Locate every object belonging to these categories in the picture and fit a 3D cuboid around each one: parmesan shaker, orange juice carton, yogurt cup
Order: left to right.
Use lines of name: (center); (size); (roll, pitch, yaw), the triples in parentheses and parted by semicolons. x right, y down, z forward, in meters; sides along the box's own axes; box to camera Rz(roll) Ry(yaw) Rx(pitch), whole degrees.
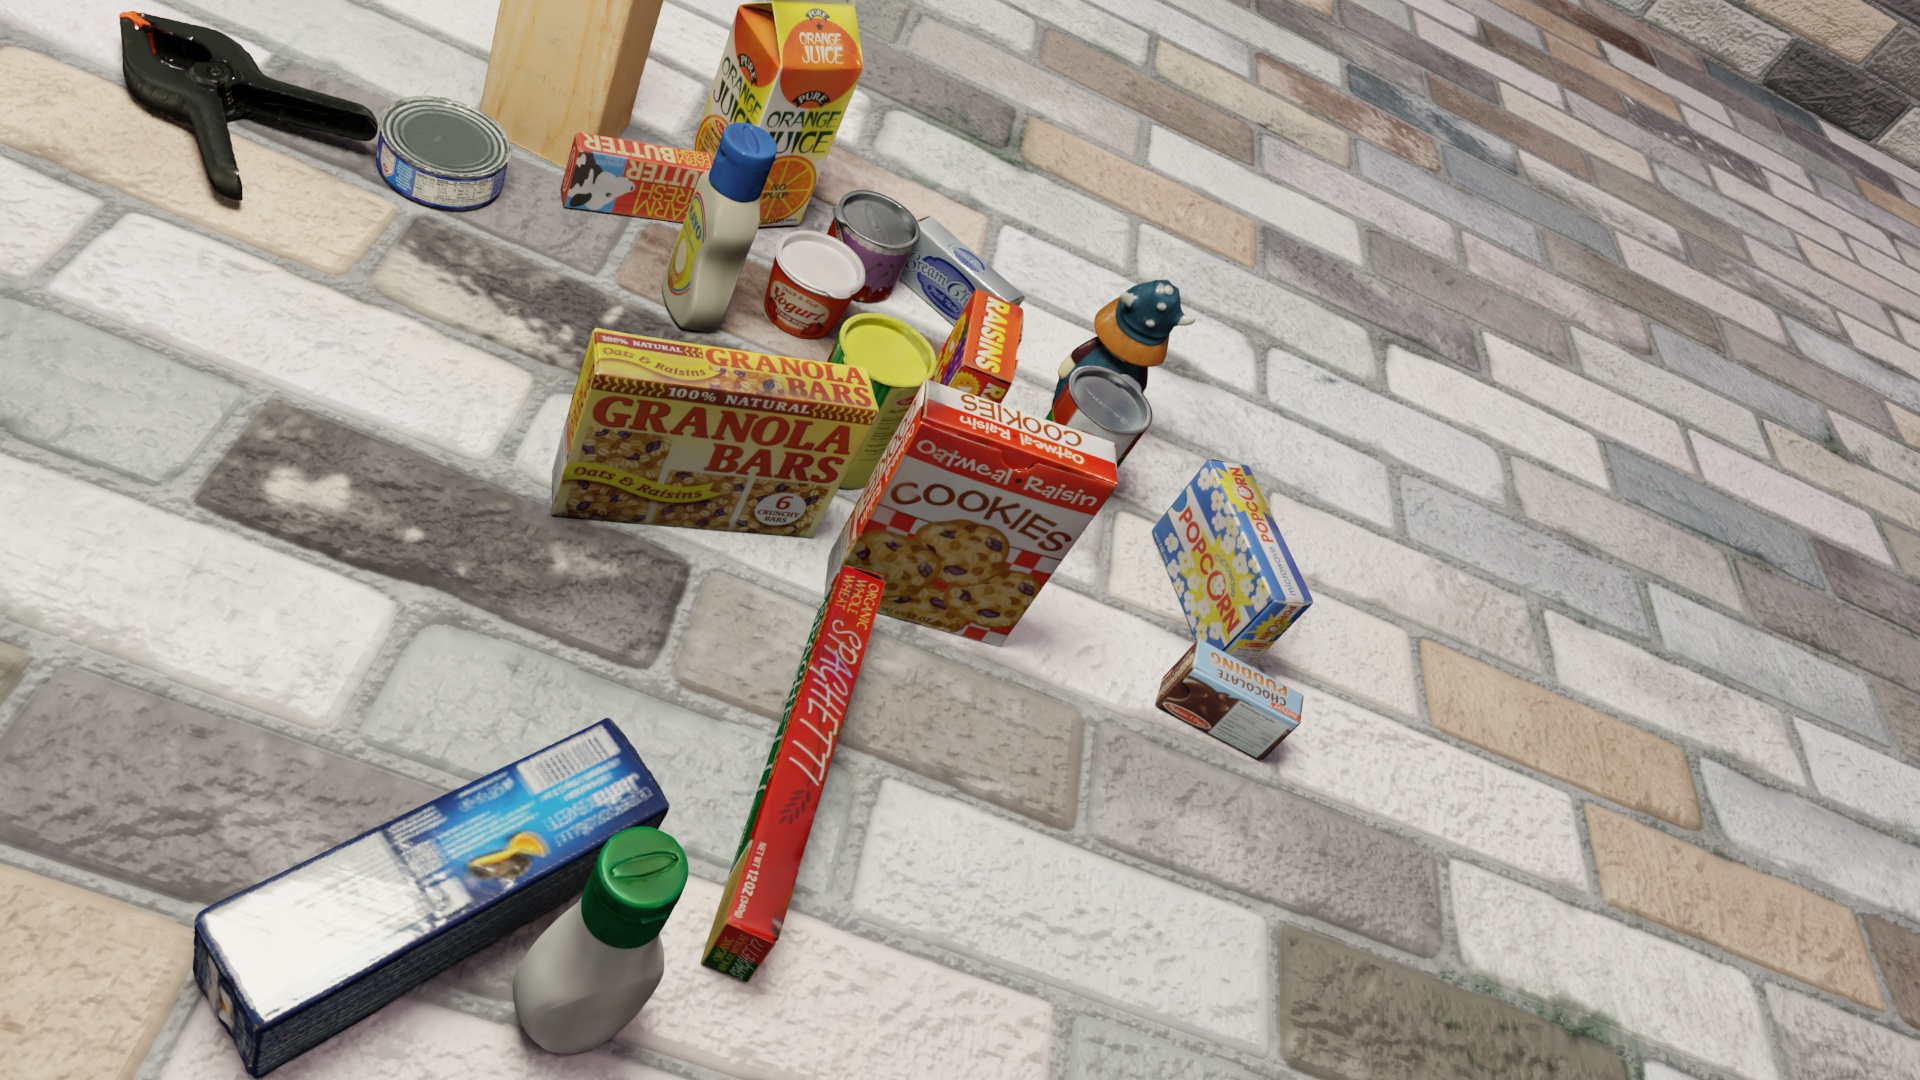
orange juice carton: (-0.135, -0.328, 1.030); (0.072, 0.191, 0.073); (-13, 59, -38)
yogurt cup: (-0.110, -0.185, 1.017); (0.072, 0.053, 0.073); (16, 45, -17)
parmesan shaker: (-0.067, -0.090, 0.919); (0.071, 0.102, 0.072); (16, 45, -17)

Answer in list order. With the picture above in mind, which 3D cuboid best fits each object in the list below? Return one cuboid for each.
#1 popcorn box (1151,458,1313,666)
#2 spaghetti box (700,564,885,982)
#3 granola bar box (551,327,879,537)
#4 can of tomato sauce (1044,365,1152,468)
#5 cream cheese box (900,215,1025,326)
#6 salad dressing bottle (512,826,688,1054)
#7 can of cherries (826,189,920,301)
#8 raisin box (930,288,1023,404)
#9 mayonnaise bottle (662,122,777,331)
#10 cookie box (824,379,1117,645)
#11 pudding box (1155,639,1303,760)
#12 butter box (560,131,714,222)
popcorn box: (0.189, 0.018, 0.982); (0.038, 0.084, 0.127); (4, 50, -27)
spaghetti box: (-0.087, 0.116, 0.760); (0.029, 0.050, 0.251); (24, 44, -9)
granola bar box: (-0.149, -0.060, 0.830); (0.166, 0.123, 0.039); (5, 49, -26)
can of tomato sauce: (0.091, -0.076, 1.012); (0.071, 0.082, 0.071); (16, 45, -17)
cream cheese box: (-0.003, -0.202, 1.094); (0.104, 0.053, 0.024); (42, 44, 11)
salad dressing bottle: (-0.153, 0.174, 0.599); (0.064, 0.146, 0.044); (-6, 55, -34)
can of cherries: (-0.074, -0.227, 1.072); (0.071, 0.058, 0.072); (16, 45, -17)
raisin box: (-0.001, -0.097, 0.949); (0.040, 0.122, 0.086); (22, 44, -11)
mayonnaise bottle: (-0.164, -0.213, 0.943); (0.041, 0.147, 0.065); (0, 52, -30)
cookie box: (0.003, -0.011, 0.841); (0.123, 0.166, 0.040); (17, 45, -16)
pudding box: (0.179, 0.106, 0.922); (0.084, 0.049, 0.030); (28, 43, -5)
butter box: (-0.235, -0.264, 1.017); (0.104, 0.052, 0.024); (1, 51, -29)
